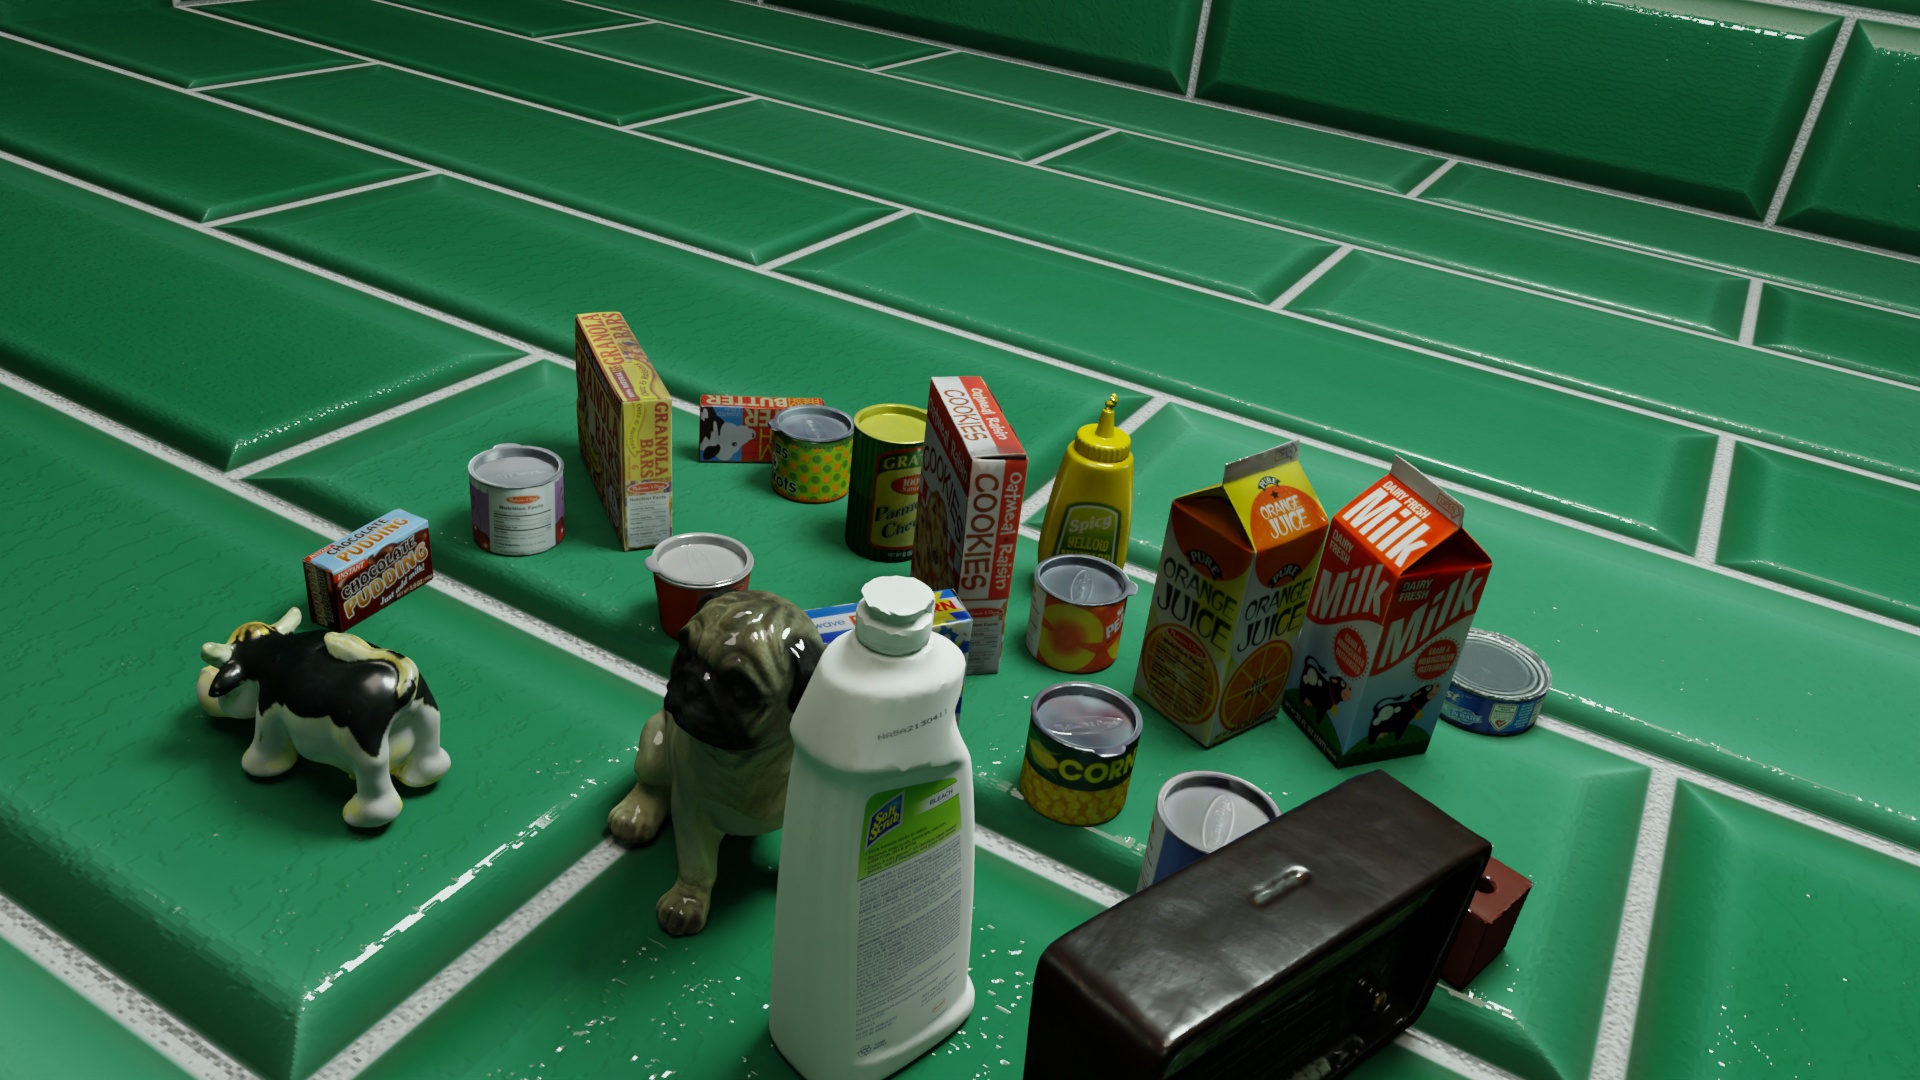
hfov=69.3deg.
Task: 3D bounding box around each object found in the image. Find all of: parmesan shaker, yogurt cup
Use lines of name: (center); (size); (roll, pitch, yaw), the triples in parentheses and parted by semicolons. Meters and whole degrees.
parmesan shaker: (-0.049, -0.044, 1.052); (0.071, 0.102, 0.071); (5, 30, -3)
yogurt cup: (-0.175, 0.034, 0.940); (0.072, 0.053, 0.073); (5, 30, -3)

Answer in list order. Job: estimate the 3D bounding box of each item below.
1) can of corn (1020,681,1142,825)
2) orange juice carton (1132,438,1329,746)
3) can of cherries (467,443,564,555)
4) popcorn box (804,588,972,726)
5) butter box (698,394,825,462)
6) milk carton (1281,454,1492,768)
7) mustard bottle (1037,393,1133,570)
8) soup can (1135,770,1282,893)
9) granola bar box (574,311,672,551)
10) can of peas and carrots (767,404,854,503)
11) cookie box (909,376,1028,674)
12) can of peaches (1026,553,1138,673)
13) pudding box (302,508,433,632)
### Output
can of corn: (0.072, 0.128, 0.824); (0.071, 0.058, 0.071); (5, 30, -3)
orange juice carton: (0.173, 0.028, 0.885); (0.072, 0.191, 0.073); (-17, 37, -35)
can of cherries: (-0.324, -0.031, 1.016); (0.071, 0.058, 0.072); (5, 30, -3)
popcorn box: (-0.060, 0.081, 0.850); (0.127, 0.084, 0.038); (-7, 33, -24)
butter box: (-0.166, -0.093, 1.162); (0.103, 0.052, 0.024); (0, 30, -11)
milk carton: (0.271, 0.045, 0.878); (0.073, 0.189, 0.072); (-6, 32, -21)
mustard bottle: (0.095, -0.032, 1.005); (0.065, 0.159, 0.049); (6, 30, -2)
soup can: (0.131, 0.175, 0.729); (0.071, 0.083, 0.072); (5, 30, -3)
granola bar box: (-0.259, -0.086, 1.061); (0.039, 0.123, 0.166); (-8, 33, -24)
can of peas and carrots: (-0.122, -0.070, 1.126); (0.071, 0.058, 0.071); (5, 30, -3)
cookie box: (0.003, -0.012, 0.943); (0.040, 0.166, 0.123); (-2, 31, -15)
can of peaches: (0.083, 0.051, 0.960); (0.071, 0.057, 0.071); (5, 30, -3)
pudding box: (-0.393, 0.018, 0.925); (0.030, 0.049, 0.084); (18, 32, 19)
